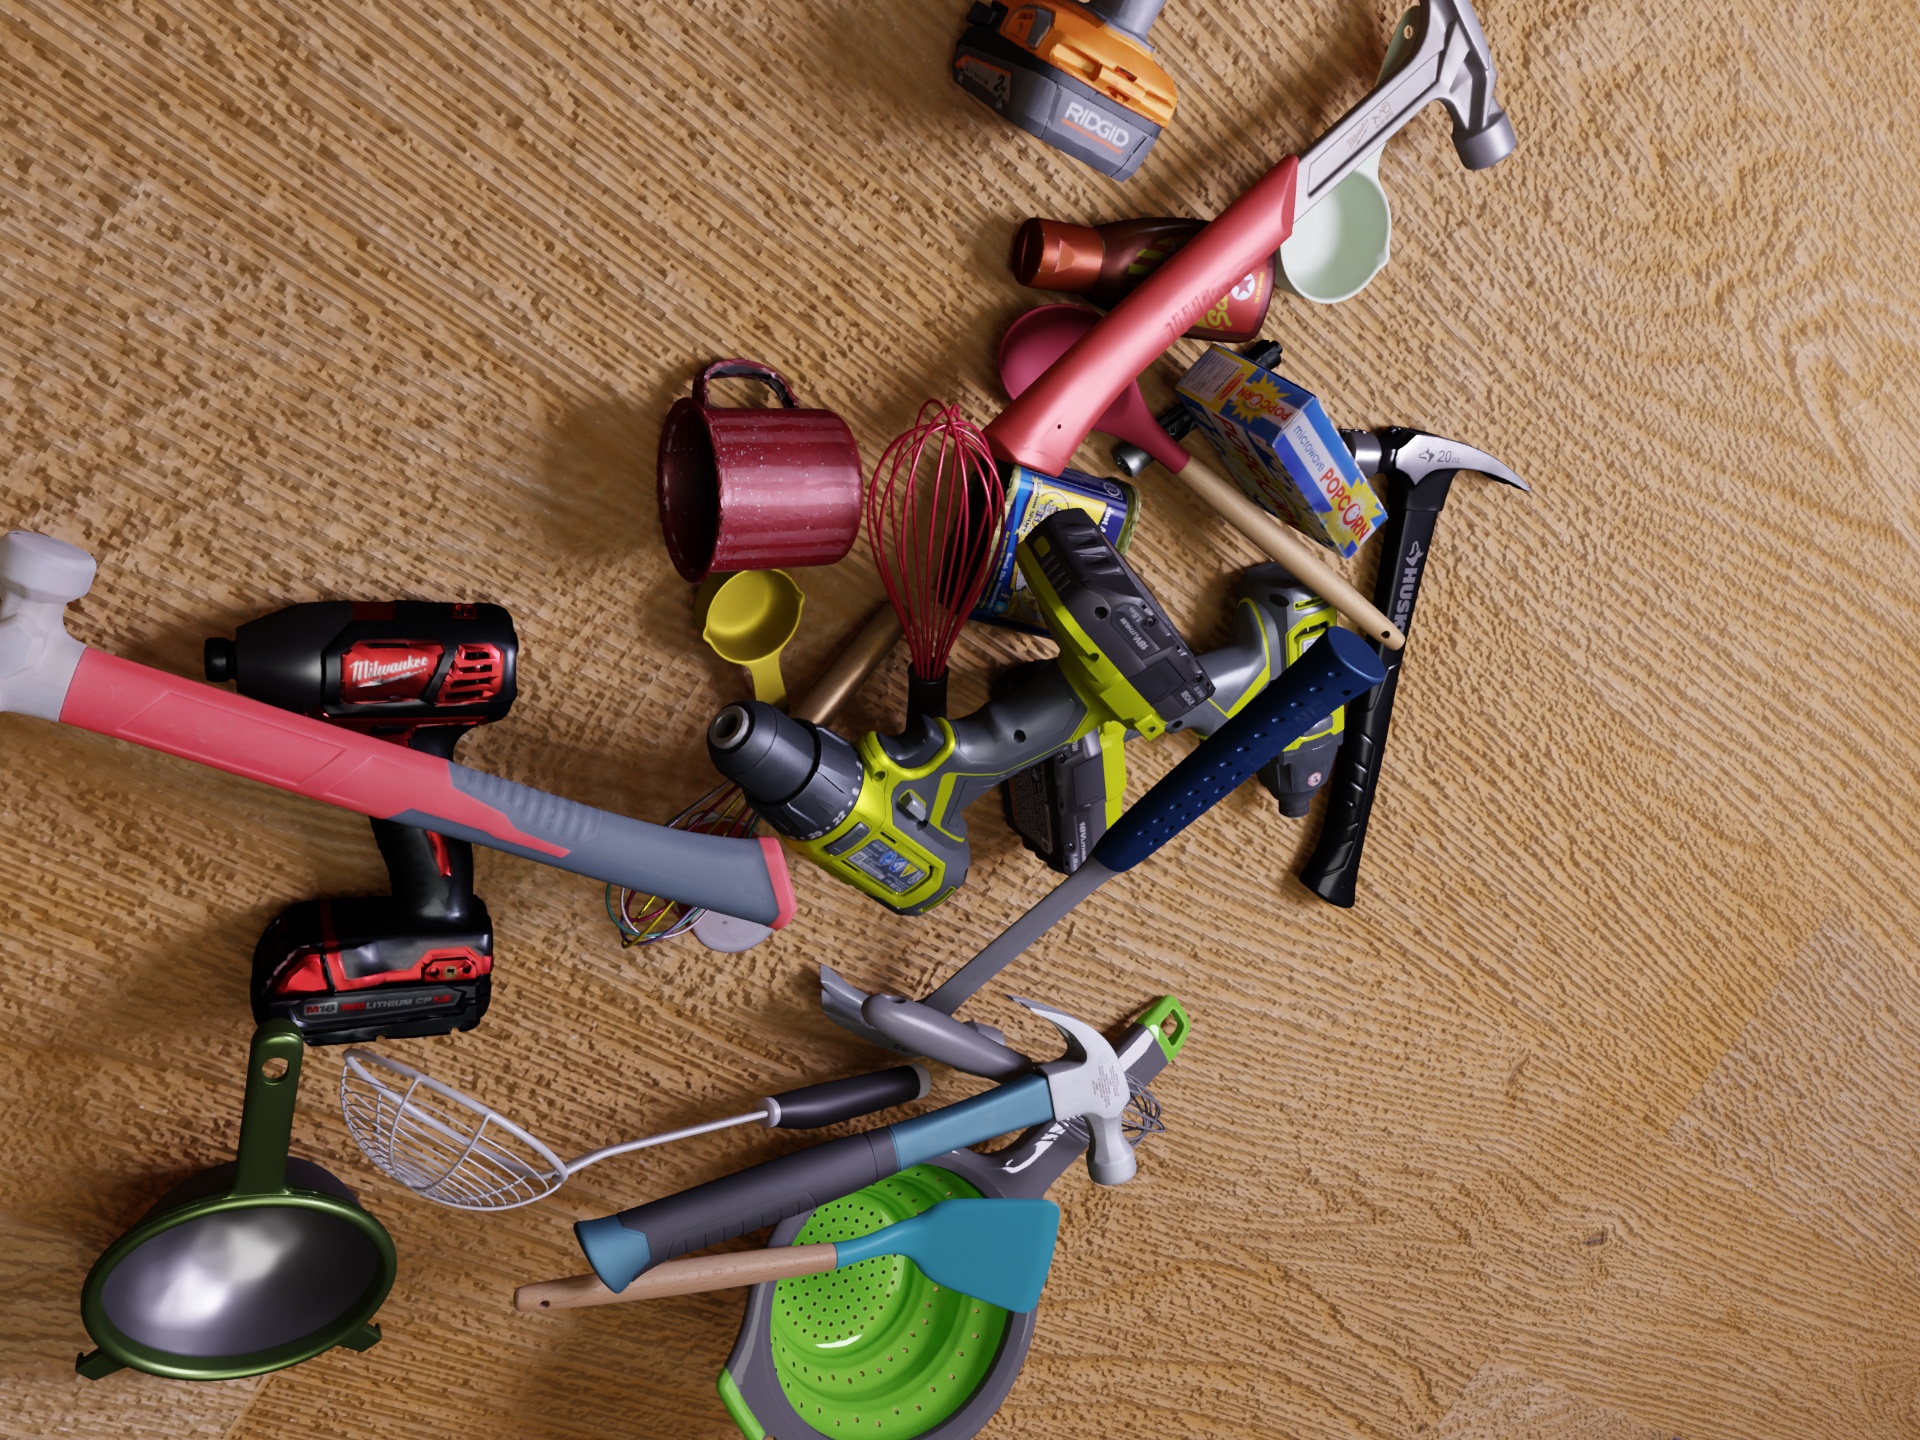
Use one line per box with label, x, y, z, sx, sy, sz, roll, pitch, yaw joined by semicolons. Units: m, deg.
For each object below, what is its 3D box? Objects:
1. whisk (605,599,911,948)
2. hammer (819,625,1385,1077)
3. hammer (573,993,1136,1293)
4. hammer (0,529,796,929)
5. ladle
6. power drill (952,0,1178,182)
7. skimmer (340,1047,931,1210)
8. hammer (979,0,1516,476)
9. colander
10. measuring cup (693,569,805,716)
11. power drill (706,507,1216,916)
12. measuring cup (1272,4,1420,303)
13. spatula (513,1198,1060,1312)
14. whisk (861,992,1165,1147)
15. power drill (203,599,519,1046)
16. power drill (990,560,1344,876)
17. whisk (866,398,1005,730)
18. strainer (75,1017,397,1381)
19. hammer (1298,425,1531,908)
whisk;-0.108;0.026;0.872;0.245;0.051;0.047;-52;166;-19
hammer;0.074;0.084;0.904;0.144;0.035;0.405;23;129;-30
hammer;-0.052;0.250;0.903;0.331;0.033;0.128;-14;100;-23
hammer;-0.261;0.046;0.748;0.386;0.038;0.143;21;98;-23
ladle;0.148;-0.134;0.923;0.315;0.031;0.069;36;116;-19
power drill;0.085;-0.393;0.763;0.084;0.164;0.226;17;115;-30
skimmer;-0.161;0.203;0.895;0.363;0.127;0.090;-1;85;-42
hammer;0.145;-0.265;0.850;0.359;0.037;0.149;-42;118;-8
colander;-0.001;0.315;1.046;0.397;0.094;0.204;-39;106;-26
measuring cup;-0.113;-0.023;0.889;0.062;0.029;0.156;-25;131;-23
power drill;-0.001;-0.003;0.819;0.228;0.080;0.190;-36;140;11
measuring cup;0.222;-0.324;0.912;0.083;0.038;0.167;13;102;-29
spatula;-0.093;0.316;0.912;0.317;0.044;0.082;2;111;-28
whisk;0.036;0.215;0.984;0.238;0.055;0.055;29;96;-28
power drill;-0.300;0.046;0.797;0.143;0.079;0.219;-1;108;-25
power drill;0.139;0.010;0.989;0.223;0.080;0.171;-18;117;-21
whisk;-0.017;-0.042;0.871;0.073;0.073;0.295;-15;134;-20
strainer;-0.367;0.237;0.826;0.151;0.069;0.256;4;122;-27
hammer;0.283;-0.027;1.065;0.146;0.035;0.334;-2;112;-24
